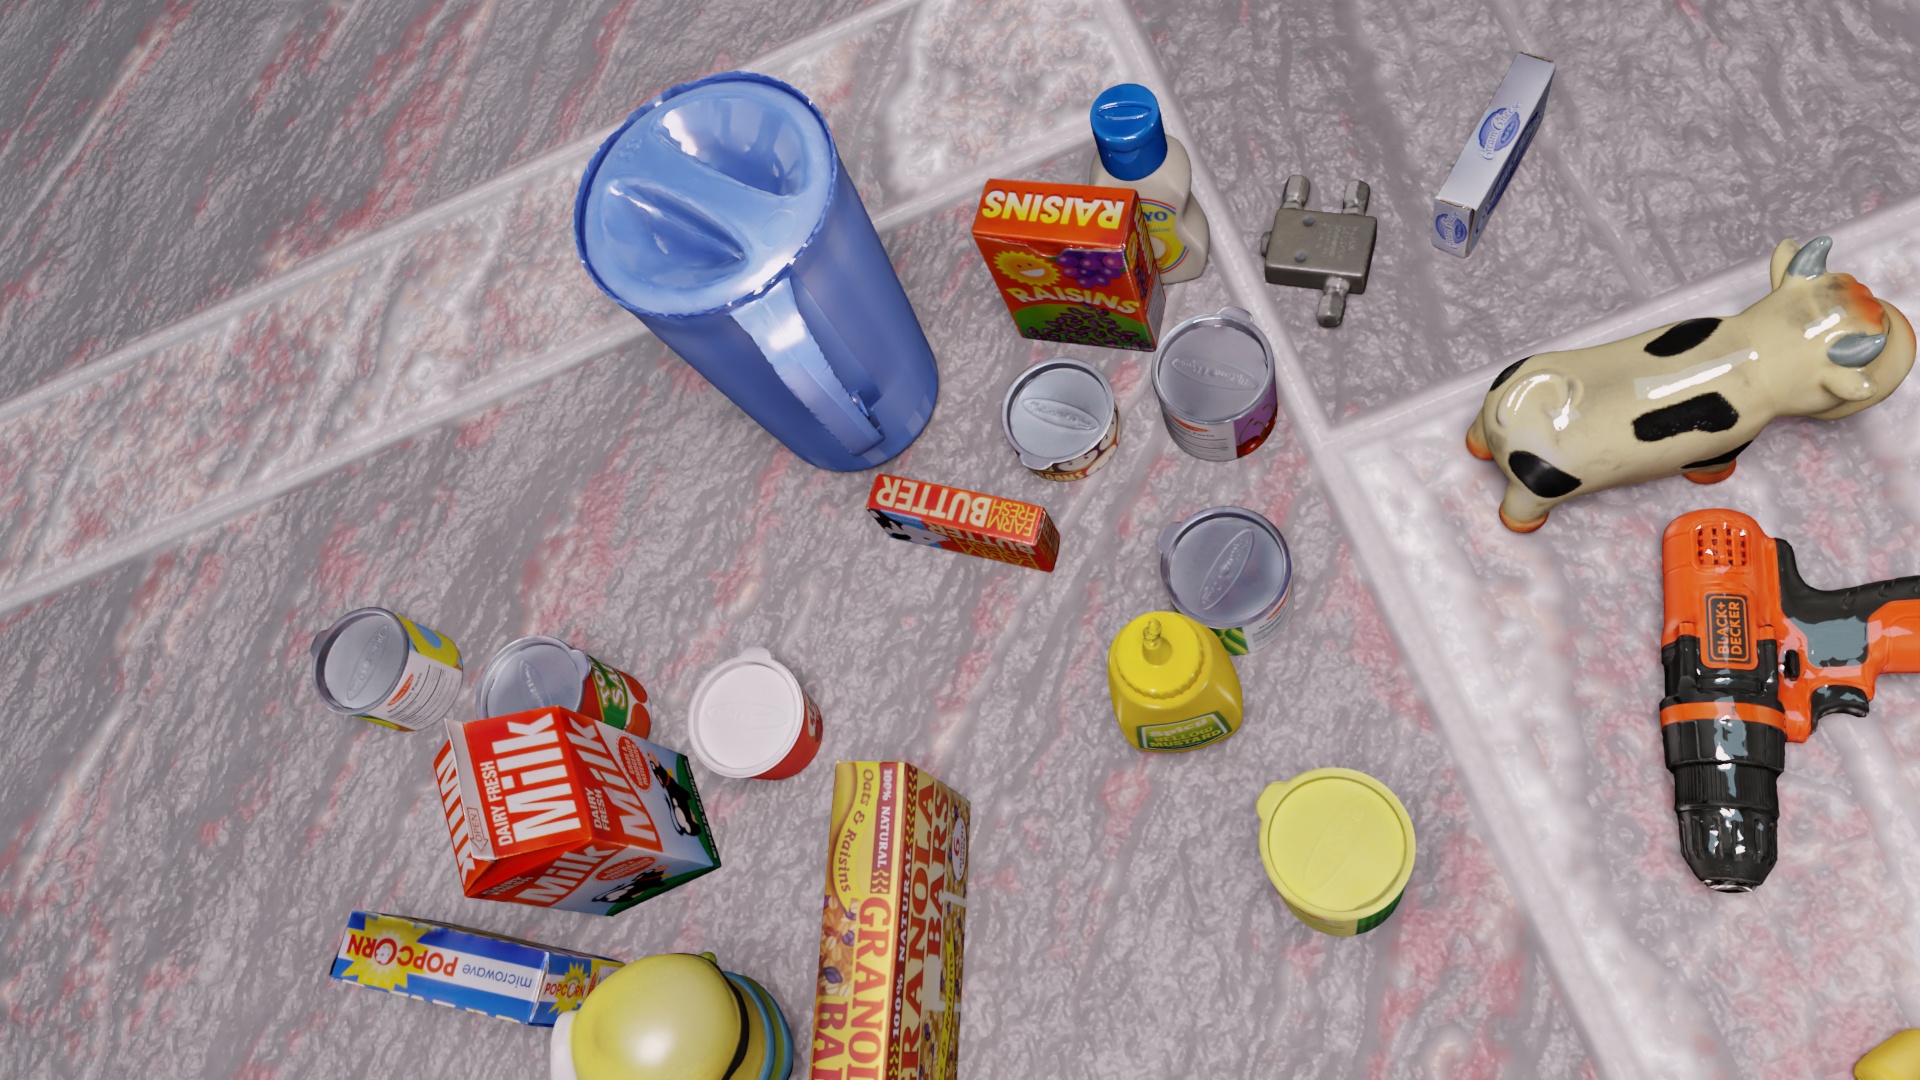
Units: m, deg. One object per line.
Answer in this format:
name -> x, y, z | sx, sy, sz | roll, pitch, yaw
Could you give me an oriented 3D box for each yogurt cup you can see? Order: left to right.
yogurt cup -> -0.111, 0.103, 0.778 | 0.072, 0.054, 0.072 | -5, 69, 14

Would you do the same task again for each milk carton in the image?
milk carton -> -0.202, 0.141, 0.714 | 0.073, 0.190, 0.072 | -25, 66, 6

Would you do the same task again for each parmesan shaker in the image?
parmesan shaker -> 0.176, 0.147, 0.655 | 0.071, 0.103, 0.071 | -5, 70, 14

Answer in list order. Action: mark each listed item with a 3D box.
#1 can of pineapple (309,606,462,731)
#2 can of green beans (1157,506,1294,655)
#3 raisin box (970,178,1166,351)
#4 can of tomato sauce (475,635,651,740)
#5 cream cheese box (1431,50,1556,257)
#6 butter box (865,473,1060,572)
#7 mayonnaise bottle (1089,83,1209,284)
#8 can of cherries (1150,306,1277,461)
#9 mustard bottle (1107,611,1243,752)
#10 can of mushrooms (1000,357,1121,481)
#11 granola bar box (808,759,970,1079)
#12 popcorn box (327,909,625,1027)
can of pineapple -> -0.351, 0.079, 0.851 | 0.071, 0.057, 0.071 | -5, 69, 14
can of green beans -> 0.142, 0.022, 0.735 | 0.071, 0.057, 0.071 | -5, 69, 14
raisin box -> 0.064, -0.153, 0.785 | 0.086, 0.123, 0.040 | 10, 74, 19
can of tomato sauce -> -0.223, 0.095, 0.795 | 0.071, 0.083, 0.071 | -5, 70, 14
cream cheese box -> 0.299, -0.216, 0.781 | 0.024, 0.053, 0.104 | 27, 80, 22
butter box -> 0.003, -0.010, 0.788 | 0.103, 0.053, 0.024 | 12, 75, 19
mayonnaise bottle -> 0.102, -0.195, 0.776 | 0.065, 0.147, 0.041 | 2, 72, 16
can of cherries -> 0.144, -0.086, 0.774 | 0.071, 0.058, 0.072 | -5, 69, 14
mustard bottle -> 0.100, 0.067, 0.674 | 0.065, 0.160, 0.049 | -14, 68, 11
can of mushrooms -> 0.058, -0.068, 0.804 | 0.071, 0.033, 0.071 | -5, 69, 14
granola bar box -> -0.031, 0.200, 0.681 | 0.039, 0.124, 0.166 | -2, 70, 15
popcorn box -> -0.259, 0.233, 0.754 | 0.127, 0.085, 0.038 | 6, 73, 17
